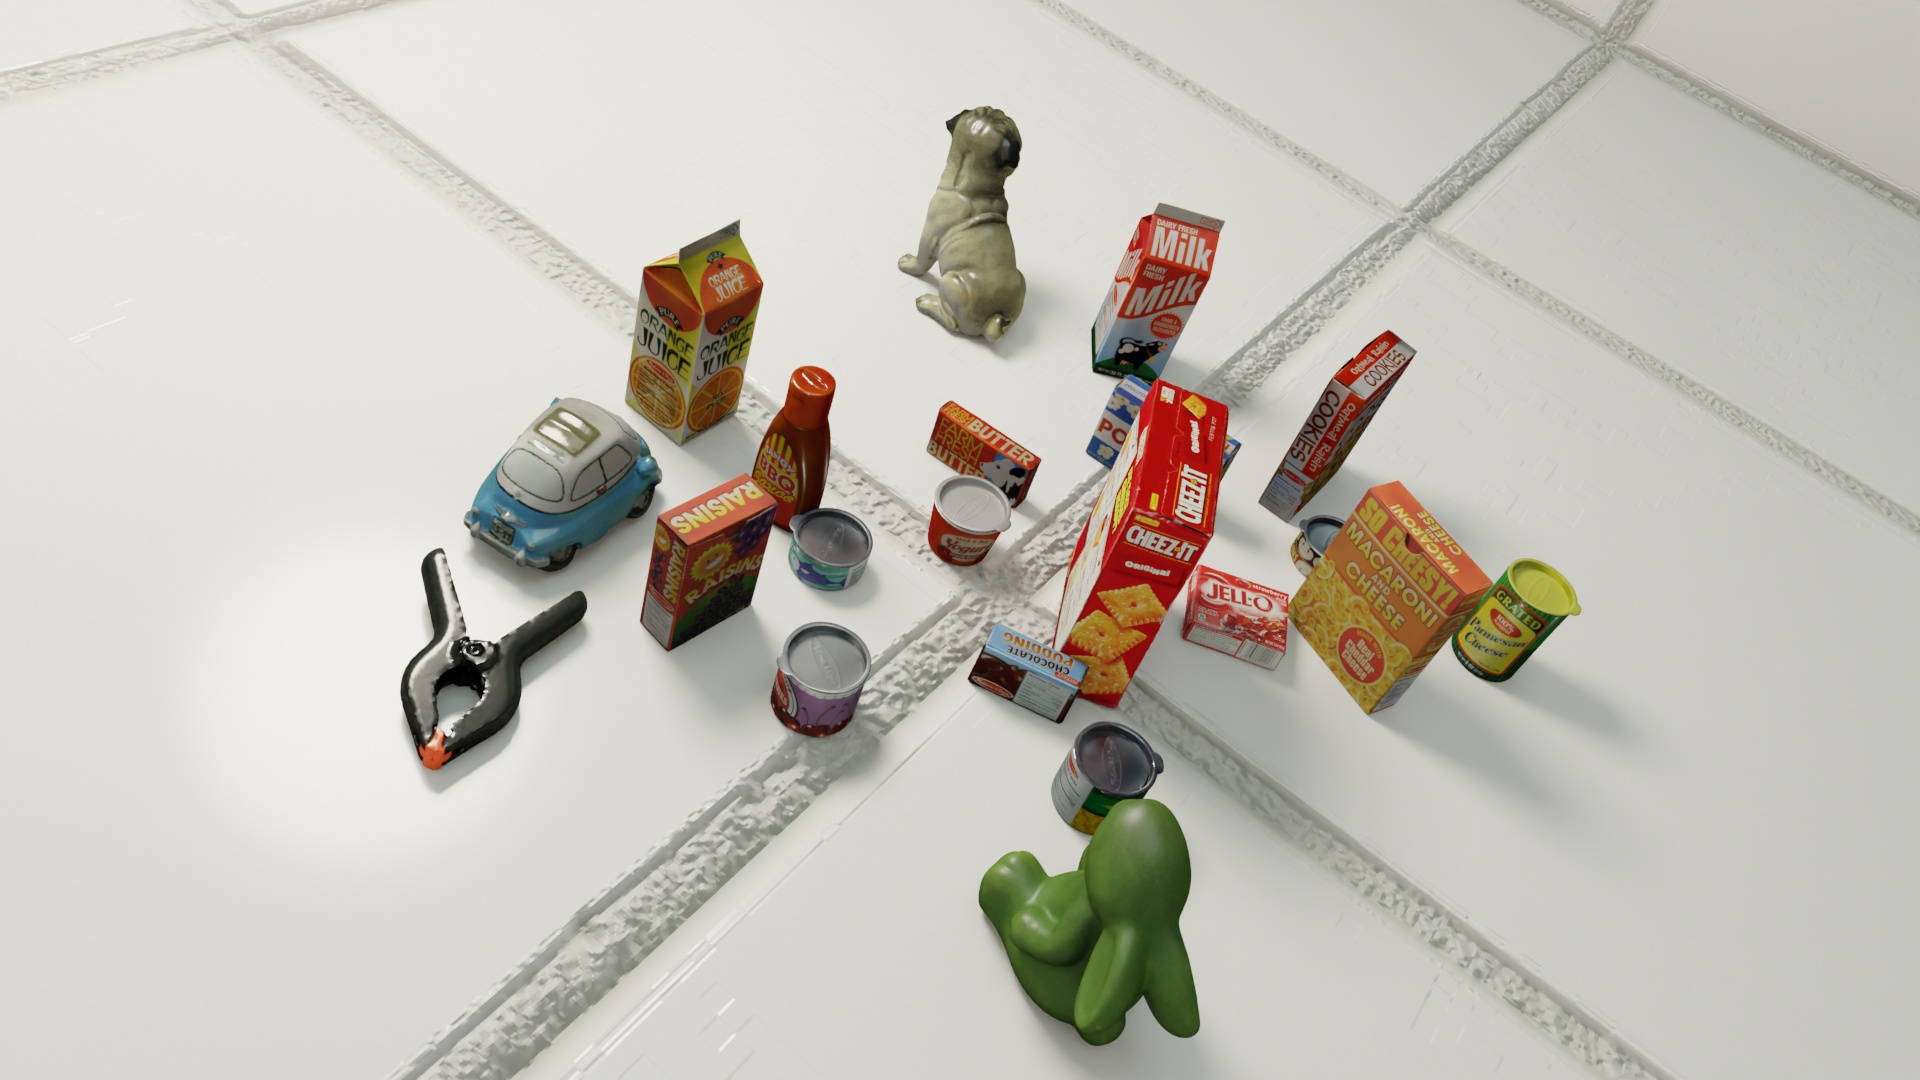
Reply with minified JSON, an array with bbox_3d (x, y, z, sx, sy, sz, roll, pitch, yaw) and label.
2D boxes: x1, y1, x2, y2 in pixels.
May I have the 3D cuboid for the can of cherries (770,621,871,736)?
[{"bbox_3d":[-0.107,0.104,1.035,0.071,0.058,0.072,11,45,-11],"label":"can of cherries"}]

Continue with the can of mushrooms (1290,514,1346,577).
[{"bbox_3d":[0.347,0.009,1.318,0.071,0.033,0.071,11,45,-11],"label":"can of mushrooms"}]

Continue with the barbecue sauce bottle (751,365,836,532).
[{"bbox_3d":[-0.133,-0.077,1.134,0.065,0.147,0.044,41,47,19],"label":"barbecue sauce bottle"}]

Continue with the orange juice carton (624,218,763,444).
[{"bbox_3d":[-0.223,-0.180,1.167,0.073,0.191,0.072,38,46,16],"label":"orange juice carton"}]

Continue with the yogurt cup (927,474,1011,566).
[{"bbox_3d":[0.004,-0.015,1.195,0.072,0.053,0.073,11,45,-11],"label":"yogurt cup"}]

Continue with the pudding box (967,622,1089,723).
[{"bbox_3d":[0.053,0.105,1.101,0.084,0.049,0.030,25,44,3],"label":"pudding box"}]

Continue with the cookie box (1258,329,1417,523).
[{"bbox_3d":[0.363,-0.111,1.342,0.040,0.166,0.123,38,46,16],"label":"cookie box"}]

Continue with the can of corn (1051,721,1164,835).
[{"bbox_3d":[0.110,0.180,1.045,0.071,0.058,0.071,11,45,-11],"label":"can of corn"}]

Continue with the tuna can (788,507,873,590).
[{"bbox_3d":[-0.110,0.006,1.146,0.071,0.032,0.071,11,45,-11],"label":"tuna can"}]

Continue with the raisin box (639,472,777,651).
[{"bbox_3d":[-0.190,0.017,1.040,0.040,0.122,0.086,43,48,20],"label":"raisin box"}]

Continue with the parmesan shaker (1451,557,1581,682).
[{"bbox_3d":[0.504,0.076,1.264,0.071,0.102,0.072,11,45,-11],"label":"parmesan shaker"}]

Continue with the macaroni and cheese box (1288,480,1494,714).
[{"bbox_3d":[0.361,0.051,1.188,0.040,0.165,0.124,-14,54,-31],"label":"macaroni and cheese box"}]

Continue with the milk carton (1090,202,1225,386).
[{"bbox_3d":[0.197,-0.254,1.400,0.072,0.189,0.074,13,45,-9],"label":"milk carton"}]

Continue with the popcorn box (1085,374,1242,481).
[{"bbox_3d":[0.190,-0.088,1.313,0.127,0.084,0.038,34,45,12],"label":"popcorn box"}]

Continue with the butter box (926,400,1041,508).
[{"bbox_3d":[0.020,-0.078,1.262,0.103,0.052,0.024,35,46,13],"label":"butter box"}]
